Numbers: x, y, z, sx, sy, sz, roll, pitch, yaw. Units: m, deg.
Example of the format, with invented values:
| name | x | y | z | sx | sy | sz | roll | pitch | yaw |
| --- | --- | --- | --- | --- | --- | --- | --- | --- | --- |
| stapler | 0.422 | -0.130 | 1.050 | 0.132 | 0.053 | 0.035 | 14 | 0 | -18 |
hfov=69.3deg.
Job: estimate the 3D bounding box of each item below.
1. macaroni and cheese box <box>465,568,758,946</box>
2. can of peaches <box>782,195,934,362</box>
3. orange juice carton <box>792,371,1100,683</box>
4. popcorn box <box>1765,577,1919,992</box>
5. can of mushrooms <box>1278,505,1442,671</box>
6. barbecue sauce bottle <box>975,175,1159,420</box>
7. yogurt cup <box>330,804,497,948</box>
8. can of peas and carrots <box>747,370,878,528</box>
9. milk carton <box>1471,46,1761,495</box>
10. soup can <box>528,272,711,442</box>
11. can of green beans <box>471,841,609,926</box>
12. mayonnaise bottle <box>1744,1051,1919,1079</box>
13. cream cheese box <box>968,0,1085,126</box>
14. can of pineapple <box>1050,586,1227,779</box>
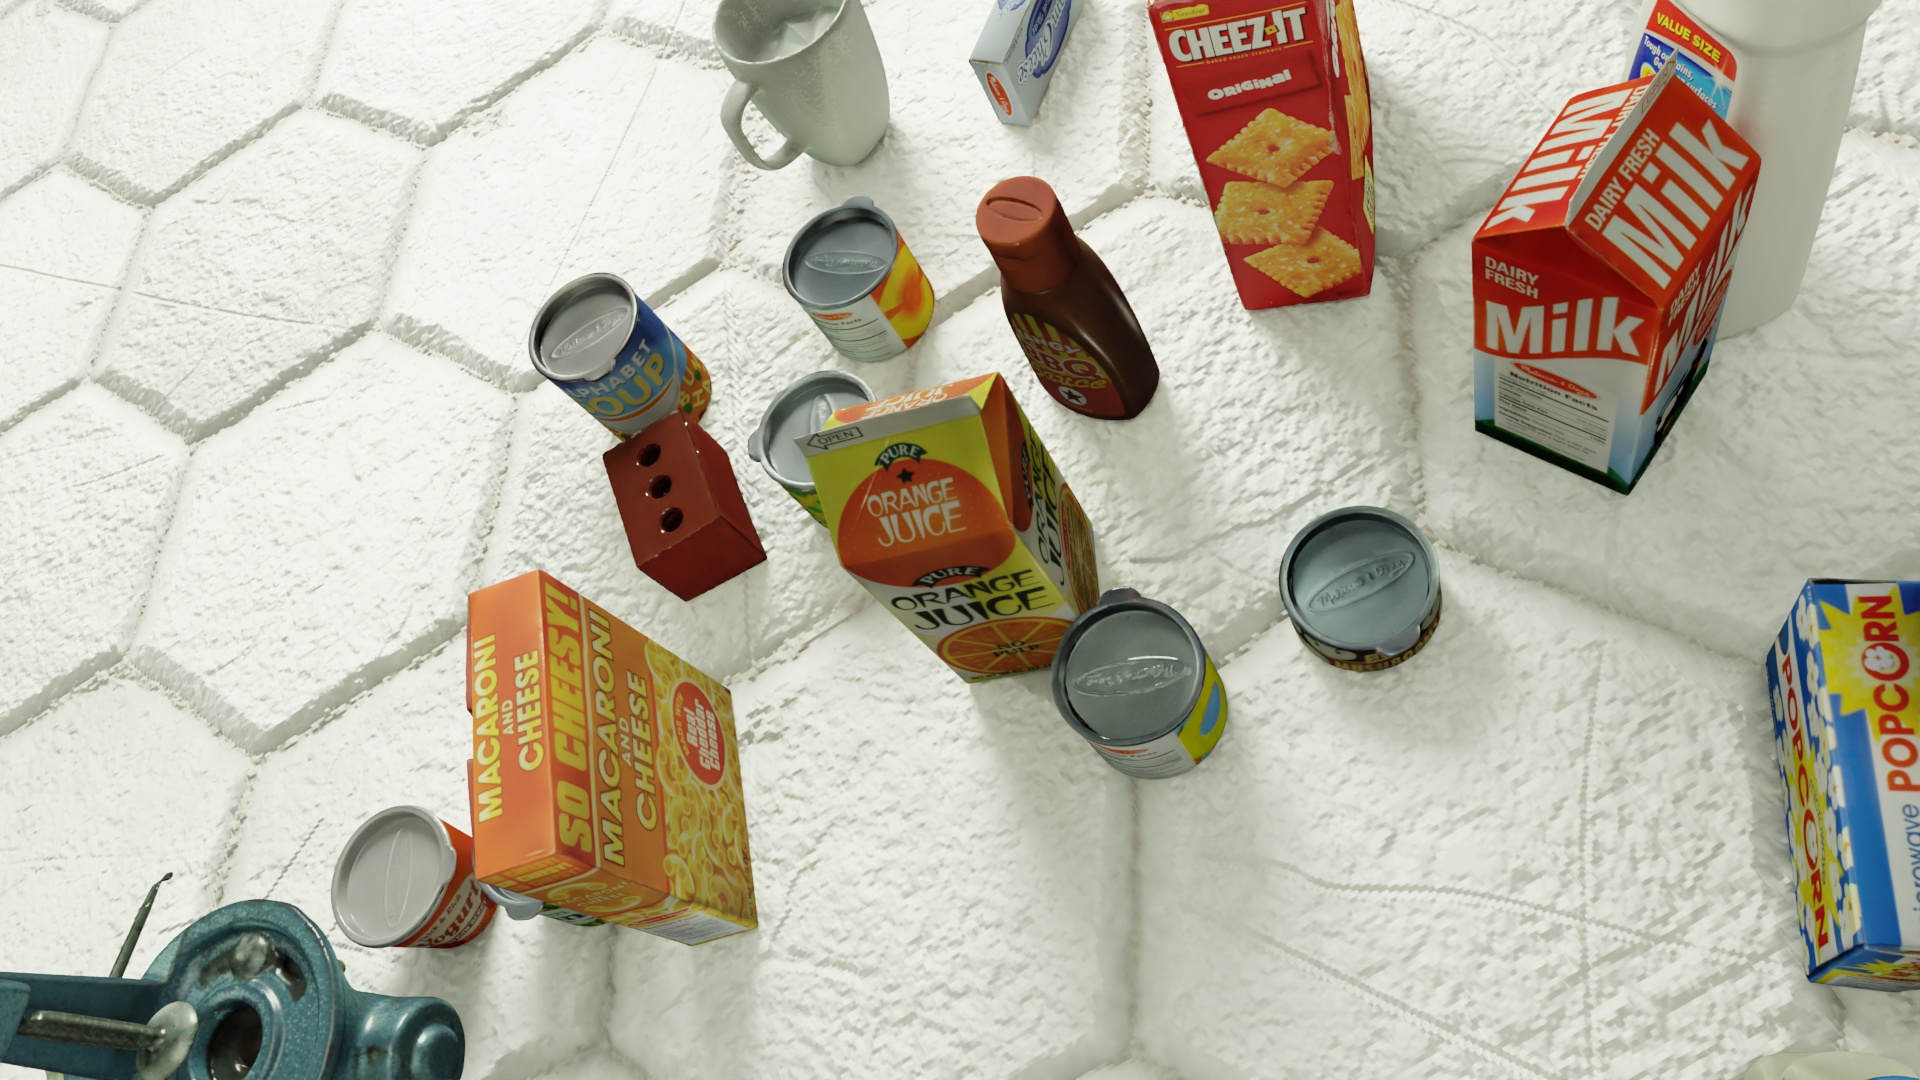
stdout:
| name | x | y | z | sx | sy | sz | roll | pitch | yaw |
| --- | --- | --- | --- | --- | --- | --- | --- | --- | --- |
| macaroni and cheese box | -0.149 | 0.101 | 0.608 | 0.040 | 0.166 | 0.124 | -19 | 61 | 12 |
| can of peaches | -0.053 | -0.140 | 0.749 | 0.071 | 0.058 | 0.071 | -8 | 63 | 17 |
| orange juice carton | 0.002 | -0.007 | 0.586 | 0.072 | 0.192 | 0.073 | -12 | 63 | 16 |
| popcorn box | 0.316 | 0.086 | 0.485 | 0.038 | 0.085 | 0.127 | -2 | 65 | 20 |
| can of mushrooms | 0.174 | 0.023 | 0.599 | 0.071 | 0.033 | 0.071 | -8 | 63 | 17 |
| barbecue sauce bottle | 0.047 | -0.110 | 0.644 | 0.065 | 0.148 | 0.044 | 23 | 76 | 28 |
| yogurt cup | -0.265 | 0.170 | 0.685 | 0.072 | 0.053 | 0.072 | -8 | 63 | 17 |
| can of peas and carrots | -0.063 | -0.043 | 0.706 | 0.071 | 0.058 | 0.071 | -8 | 63 | 17 |
| milk carton | 0.249 | -0.100 | 0.537 | 0.073 | 0.190 | 0.072 | 31 | 80 | 30 |
| soup can | -0.184 | -0.094 | 0.763 | 0.071 | 0.083 | 0.071 | -8 | 64 | 17 |
| can of green beans | -0.188 | 0.147 | 0.664 | 0.071 | 0.057 | 0.071 | -8 | 63 | 17 |
| mayonnaise bottle | 0.269 | 0.185 | 0.419 | 0.041 | 0.147 | 0.065 | -5 | 65 | 19 |
| cream cheese box | 0.040 | -0.294 | 0.789 | 0.024 | 0.053 | 0.104 | 14 | 72 | 26 |
| can of pineapple | 0.079 | 0.063 | 0.602 | 0.071 | 0.057 | 0.071 | -8 | 63 | 17 |
